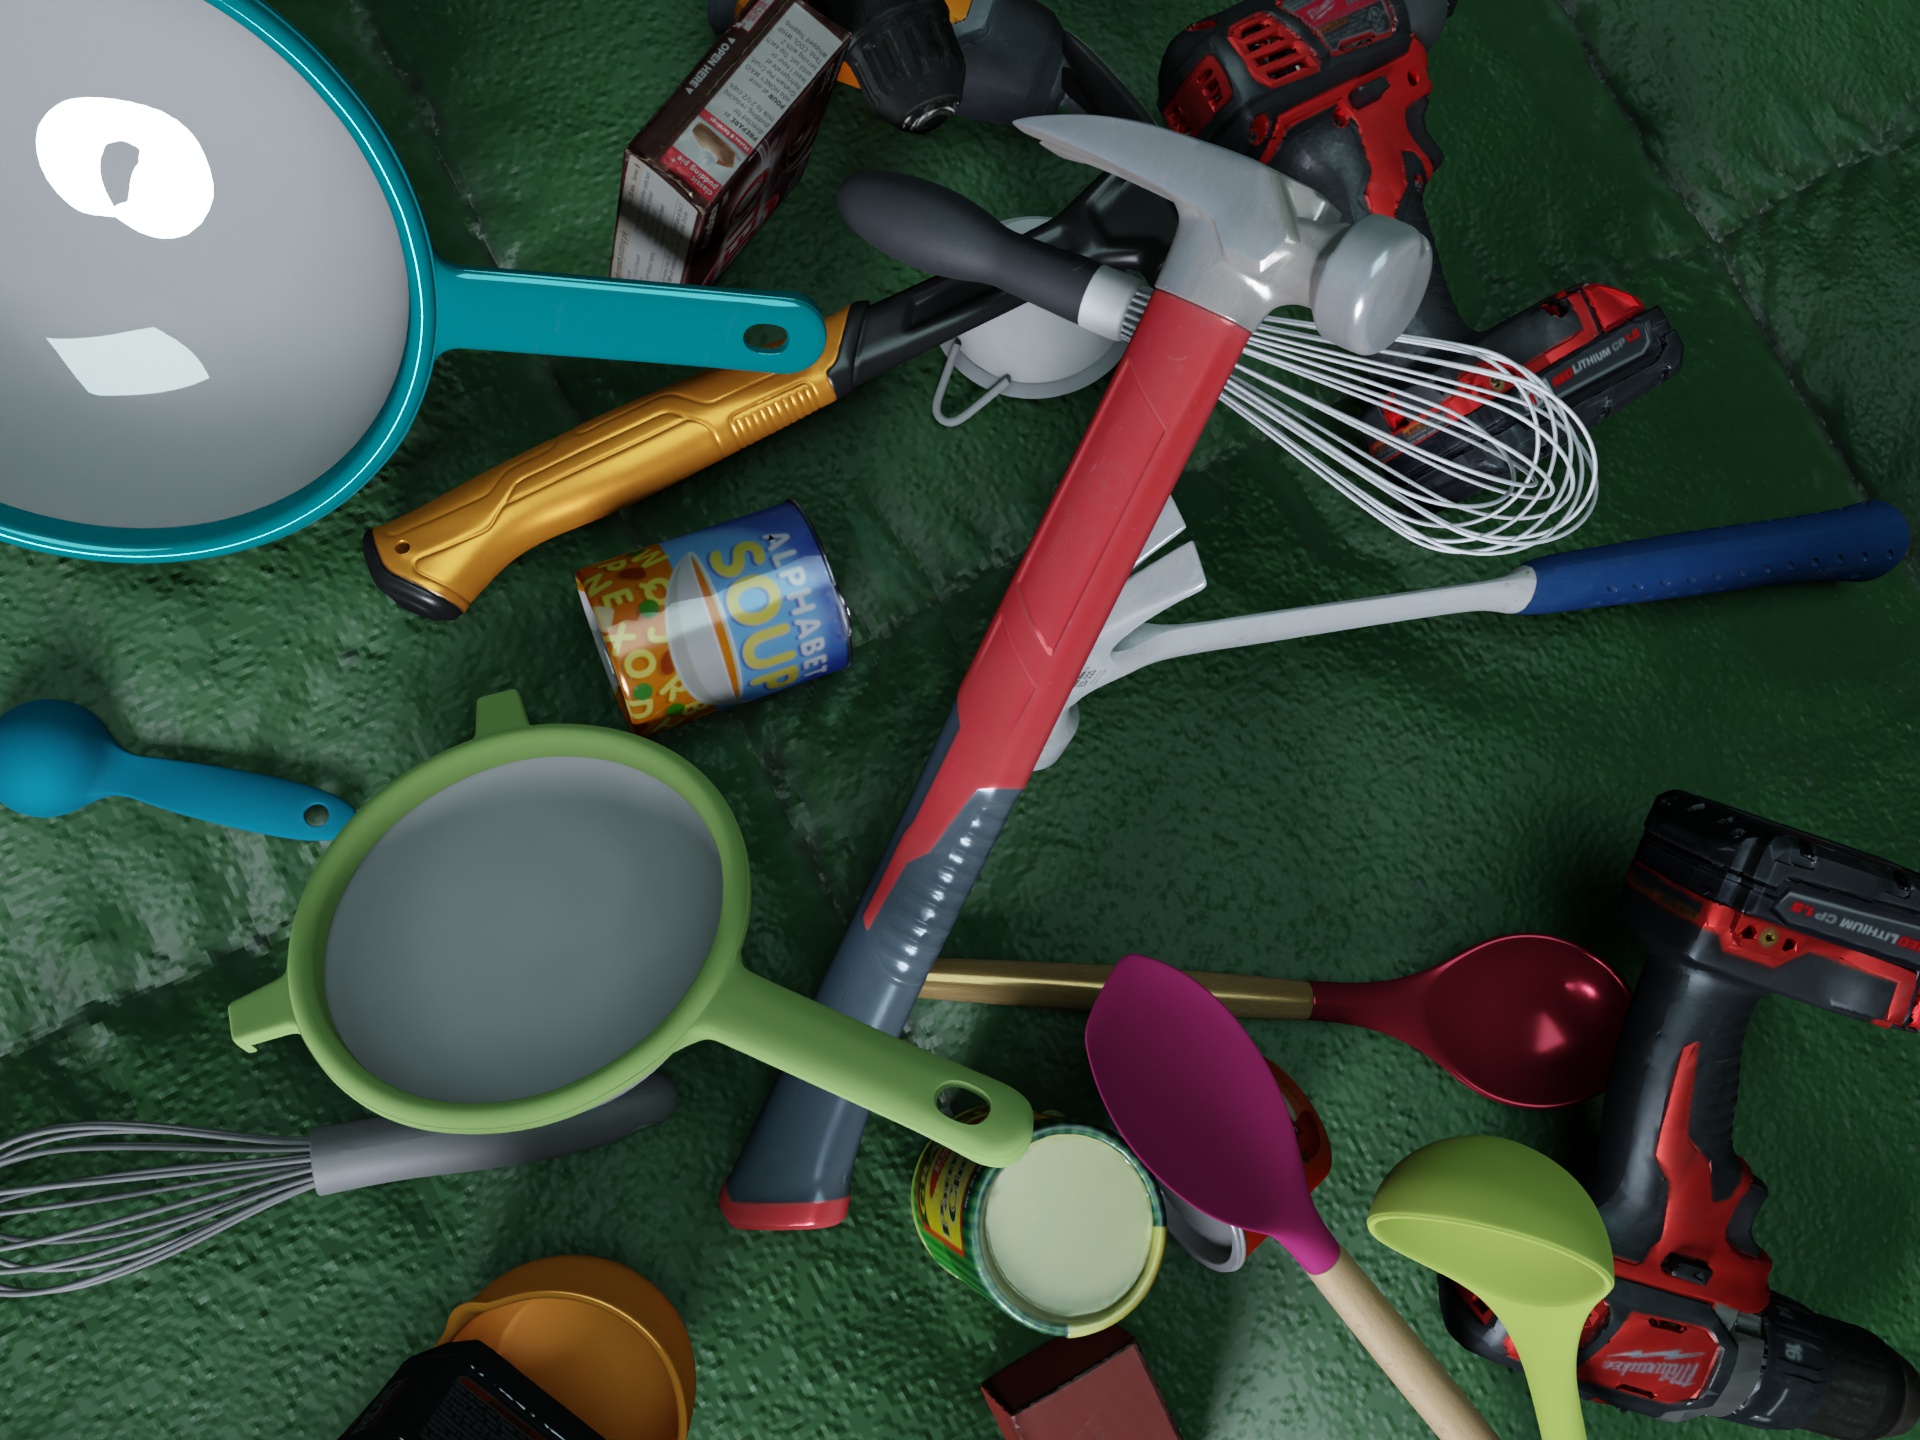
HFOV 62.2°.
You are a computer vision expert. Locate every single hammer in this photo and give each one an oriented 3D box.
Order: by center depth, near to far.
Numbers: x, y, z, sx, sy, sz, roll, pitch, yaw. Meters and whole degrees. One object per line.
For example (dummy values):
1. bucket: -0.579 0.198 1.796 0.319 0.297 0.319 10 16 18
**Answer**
1. hammer: -0.001 -0.002 0.526 0.143 0.038 0.386 34 106 31
2. hammer: -0.067 -0.135 0.595 0.337 0.034 0.127 -27 76 -5
3. hammer: 0.215 -0.052 0.627 0.405 0.144 0.035 -9 67 -20

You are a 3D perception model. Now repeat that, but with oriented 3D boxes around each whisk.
1. whisk: -0.214 0.145 0.530 0.239 0.055 0.055 -7 80 -17
2. whisk: 0.081 -0.132 0.547 0.285 0.070 0.070 27 74 13

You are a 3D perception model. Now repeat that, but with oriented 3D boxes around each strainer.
1. strainer: -0.094 0.096 0.525 0.256 0.069 0.151 20 57 17
2. strainer: -0.218 -0.162 0.540 0.340 0.210 0.095 1 38 -17
3. strainer: 0.073 -0.222 0.668 0.087 0.050 0.258 37 70 13

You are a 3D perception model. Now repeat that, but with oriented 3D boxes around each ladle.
1. ladle: 0.211 0.286 0.547 0.062 0.078 0.320 -28 106 -45
2. ladle: 0.109 0.108 0.614 0.315 0.031 0.069 5 87 -8

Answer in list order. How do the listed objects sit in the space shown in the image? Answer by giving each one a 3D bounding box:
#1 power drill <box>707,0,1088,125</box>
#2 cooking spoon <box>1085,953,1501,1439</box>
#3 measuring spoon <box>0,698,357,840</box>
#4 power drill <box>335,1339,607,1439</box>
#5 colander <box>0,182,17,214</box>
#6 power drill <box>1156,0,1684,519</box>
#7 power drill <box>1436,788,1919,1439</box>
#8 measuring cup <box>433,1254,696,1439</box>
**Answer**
1. power drill: 0.006 -0.360 0.662 0.164 0.084 0.226 19 80 -8
2. cooking spoon: 0.139 0.204 0.554 0.318 0.017 0.069 51 48 -17
3. measuring spoon: -0.276 0.021 0.555 0.128 0.021 0.042 13 77 -7
4. power drill: -0.201 0.290 0.461 0.185 0.084 0.226 39 98 -2
5. colander: -0.393 -0.208 0.536 0.094 0.204 0.397 23 91 25
6. power drill: 0.190 -0.208 0.655 0.143 0.078 0.219 -31 90 -21
7. power drill: 0.301 0.158 0.590 0.188 0.080 0.226 18 98 -7
8. measuring cup: -0.165 0.246 0.522 0.173 0.052 0.095 -36 92 1
